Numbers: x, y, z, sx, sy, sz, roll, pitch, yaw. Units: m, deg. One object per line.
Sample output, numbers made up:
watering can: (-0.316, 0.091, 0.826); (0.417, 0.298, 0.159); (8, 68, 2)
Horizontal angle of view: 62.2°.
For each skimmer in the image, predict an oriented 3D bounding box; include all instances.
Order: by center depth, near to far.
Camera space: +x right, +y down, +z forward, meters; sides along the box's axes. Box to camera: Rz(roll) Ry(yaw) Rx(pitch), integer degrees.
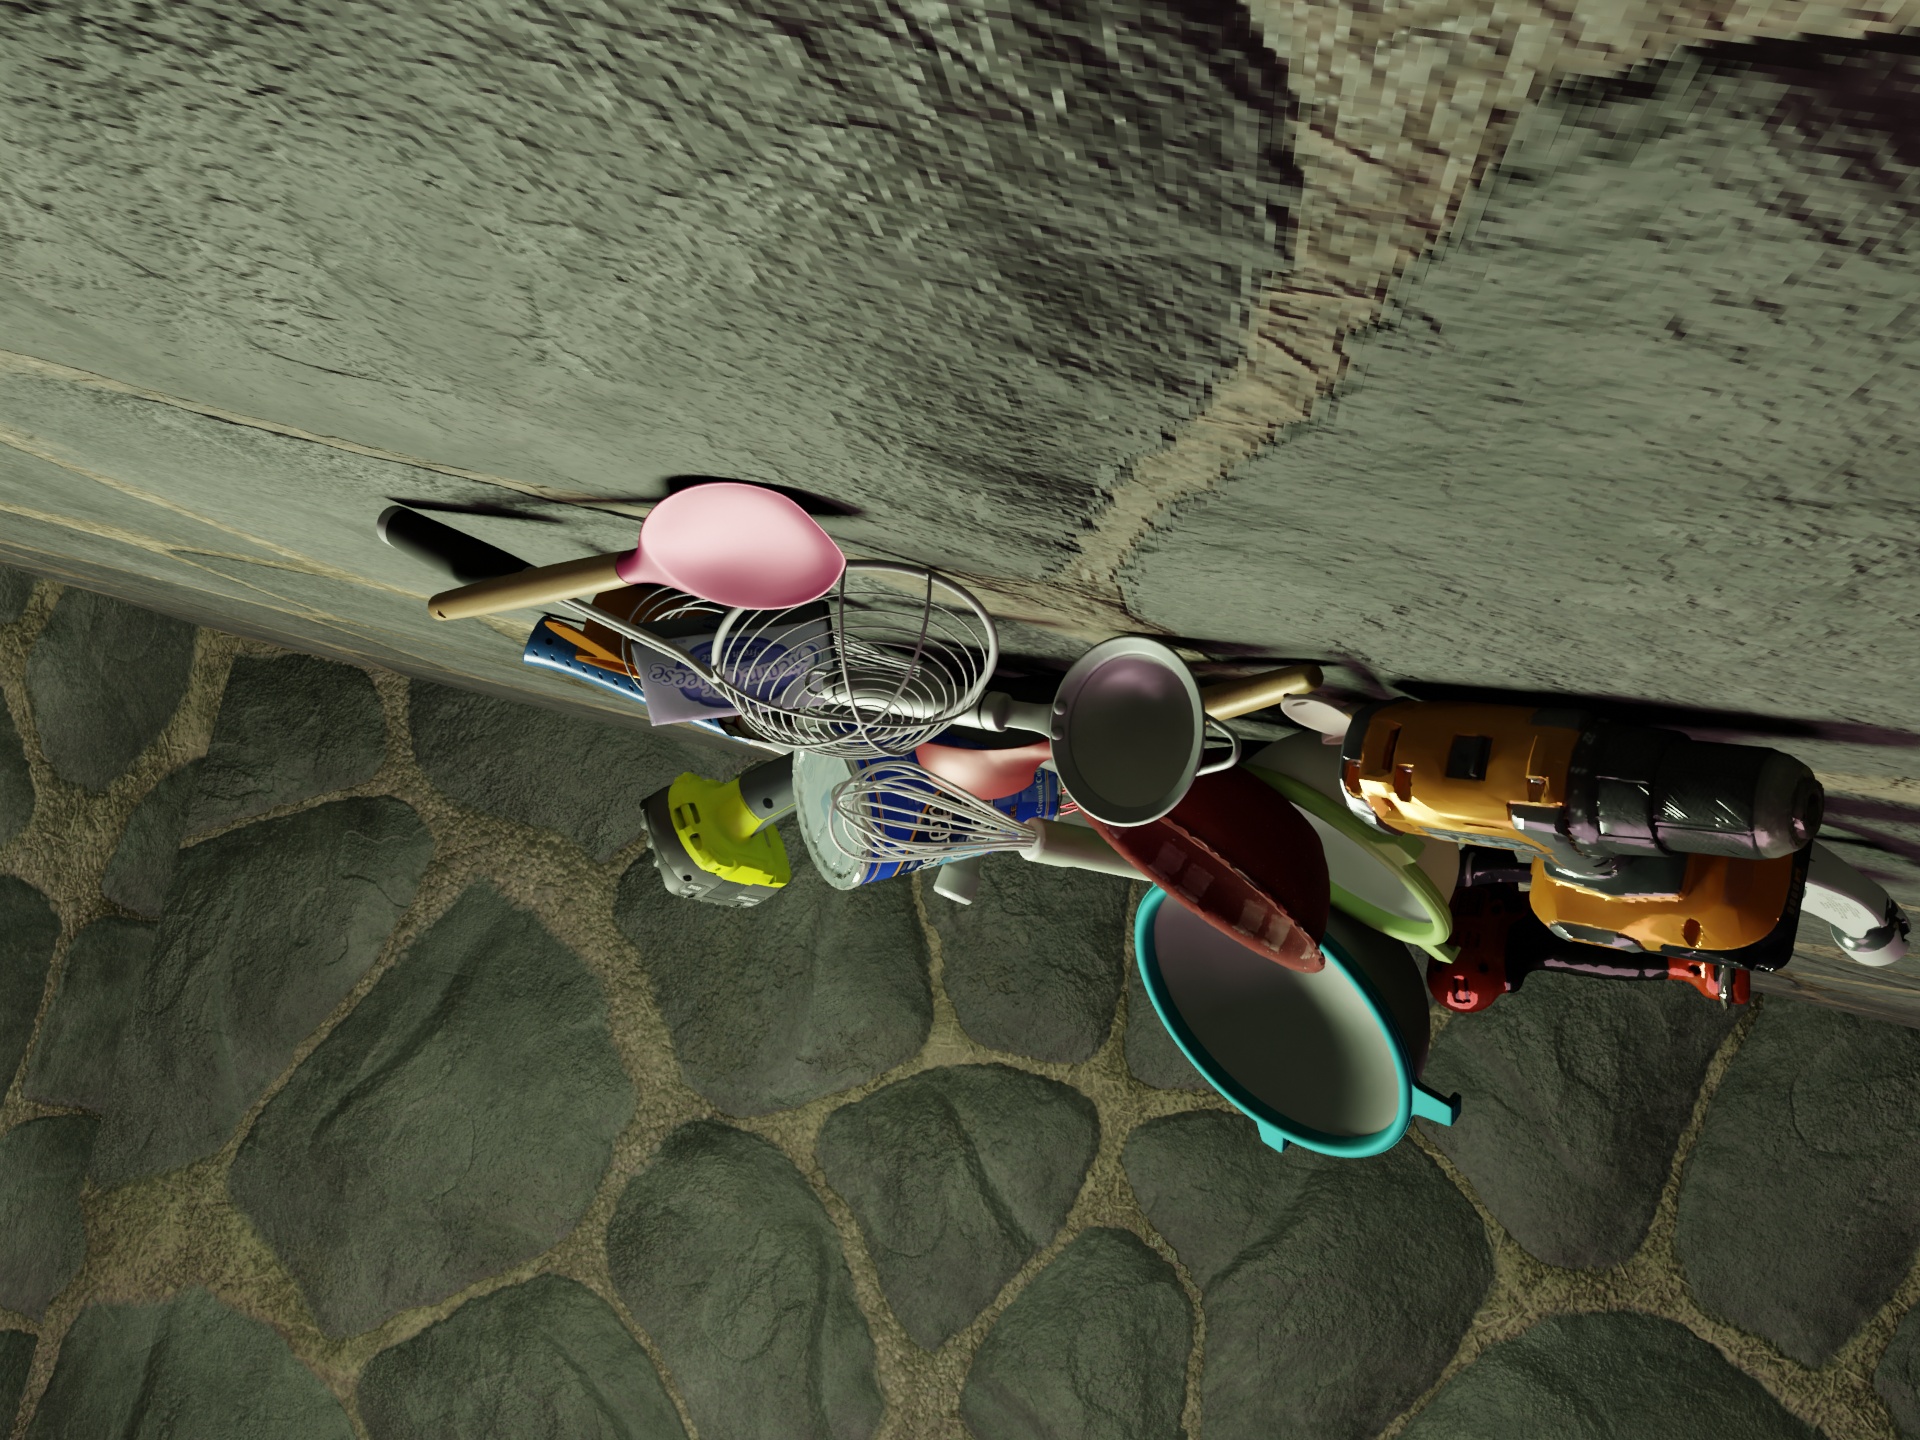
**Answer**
skimmer: (-0.151, -0.069, 0.786); (0.363, 0.090, 0.127); (23, 156, 31)

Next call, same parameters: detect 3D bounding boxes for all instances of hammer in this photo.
hammer: (0.318, 0.089, 0.948); (0.409, 0.036, 0.149); (-1, 155, 47)
hammer: (-0.152, 0.006, 1.280); (0.405, 0.144, 0.035); (23, 172, -2)

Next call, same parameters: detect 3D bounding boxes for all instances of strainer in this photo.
strainer: (0.025, -0.005, 0.762); (0.258, 0.087, 0.050); (10, -177, 34)
strainer: (0.180, 0.029, 0.898); (0.257, 0.069, 0.151); (32, 168, 37)
strainer: (0.181, 0.111, 1.010); (0.340, 0.095, 0.211); (55, 150, 3)

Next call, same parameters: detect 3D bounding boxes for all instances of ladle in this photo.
ladle: (0.069, 0.008, 0.812); (0.069, 0.031, 0.315); (23, 159, -27)

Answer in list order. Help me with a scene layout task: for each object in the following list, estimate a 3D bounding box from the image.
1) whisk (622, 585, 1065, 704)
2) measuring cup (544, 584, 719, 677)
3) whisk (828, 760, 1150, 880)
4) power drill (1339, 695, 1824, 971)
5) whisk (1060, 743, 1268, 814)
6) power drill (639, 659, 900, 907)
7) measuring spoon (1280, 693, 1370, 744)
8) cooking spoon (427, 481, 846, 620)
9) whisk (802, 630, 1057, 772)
whisk: (-0.048, -0.025, 0.897); (0.284, 0.070, 0.070); (9, 175, -5)
measuring cup: (-0.196, -0.059, 0.939); (0.095, 0.052, 0.173); (12, 173, 14)
whisk: (0.033, 0.066, 0.888); (0.246, 0.059, 0.058); (14, -163, -33)
power drill: (0.299, 0.049, 0.694); (0.185, 0.084, 0.226); (5, 166, 47)
whisk: (0.118, 0.032, 1.083); (0.073, 0.073, 0.296); (18, 167, -39)
power drill: (-0.100, 0.048, 1.137); (0.223, 0.080, 0.171); (-30, 156, 17)
measuring spoon: (0.166, -0.006, 0.714); (0.034, 0.018, 0.124); (-12, 166, 26)
cooking spoon: (-0.162, -0.066, 0.713); (0.319, 0.017, 0.068); (-4, 139, 46)
whisk: (-0.001, -0.004, 0.941); (0.239, 0.055, 0.055); (18, 175, 6)
